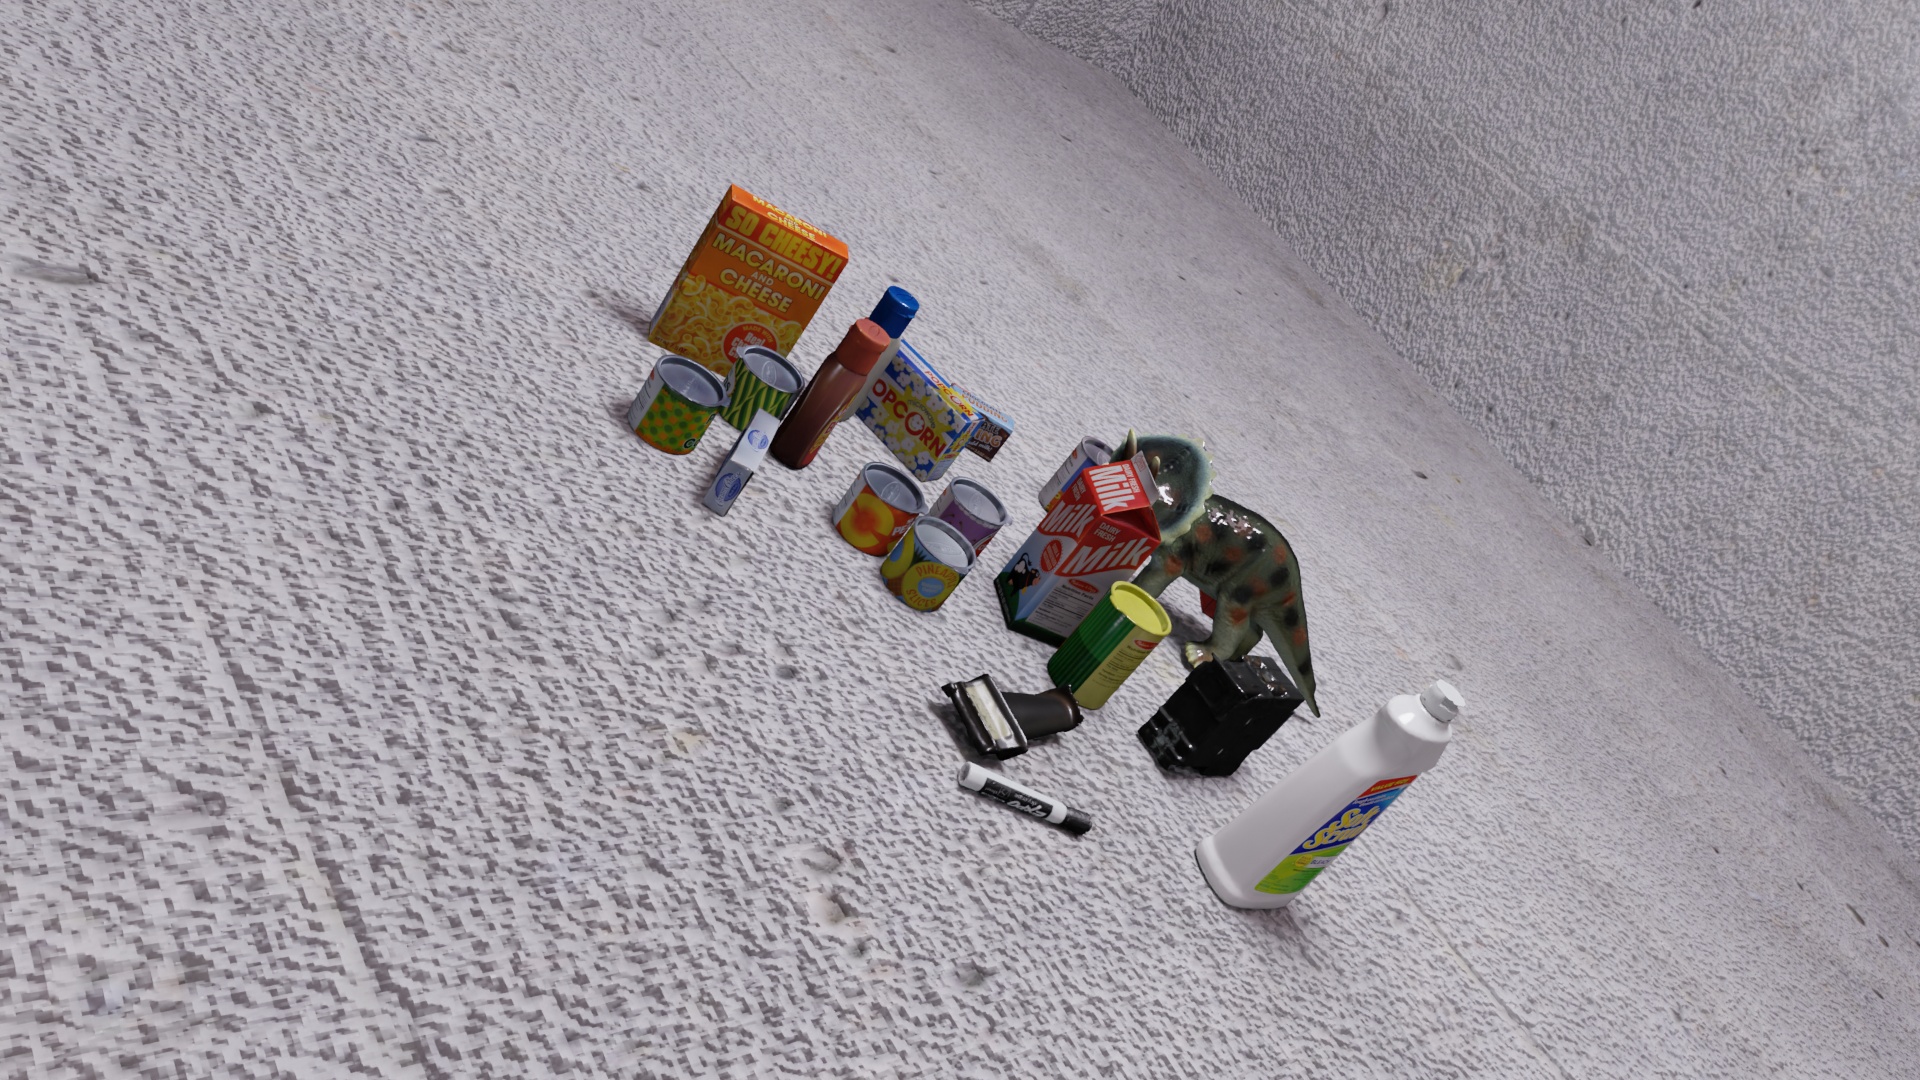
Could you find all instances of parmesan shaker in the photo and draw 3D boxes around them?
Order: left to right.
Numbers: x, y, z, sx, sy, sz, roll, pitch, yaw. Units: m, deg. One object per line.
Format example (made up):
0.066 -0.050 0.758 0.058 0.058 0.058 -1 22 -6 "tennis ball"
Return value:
0.132 0.095 1.261 0.071 0.102 0.072 29 28 -17 "parmesan shaker"

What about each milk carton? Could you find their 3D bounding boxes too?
0.118 0.005 1.287 0.073 0.189 0.073 23 31 -27 "milk carton"

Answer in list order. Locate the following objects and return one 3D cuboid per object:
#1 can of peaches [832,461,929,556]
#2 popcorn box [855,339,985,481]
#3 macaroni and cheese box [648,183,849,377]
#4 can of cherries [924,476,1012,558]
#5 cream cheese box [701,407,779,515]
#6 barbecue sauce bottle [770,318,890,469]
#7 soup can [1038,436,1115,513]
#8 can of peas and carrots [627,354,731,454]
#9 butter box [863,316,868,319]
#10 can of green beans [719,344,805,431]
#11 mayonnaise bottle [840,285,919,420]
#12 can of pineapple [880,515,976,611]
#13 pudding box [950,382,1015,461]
-0.072 -0.027 1.253 0.071 0.057 0.071 29 28 -17 "can of peaches"
-0.048 -0.133 1.415 0.127 0.085 0.038 46 28 15 "popcorn box"
-0.199 -0.233 1.299 0.124 0.165 0.040 24 30 -26 "macaroni and cheese box"
0.005 -0.017 1.329 0.071 0.058 0.072 29 28 -17 "can of cherries"
-0.186 -0.068 1.184 0.024 0.053 0.104 32 28 -12 "cream cheese box"
-0.118 -0.135 1.265 0.043 0.148 0.065 35 27 -6 "barbecue sauce bottle"
0.138 -0.060 1.528 0.071 0.083 0.072 29 28 -17 "soup can"
-0.240 -0.115 1.186 0.071 0.058 0.071 29 28 -17 "can of peas and carrots"
-0.088 -0.188 1.486 0.024 0.053 0.104 11 38 -42 "butter box"
-0.187 -0.138 1.286 0.071 0.057 0.071 29 28 -17 "can of green beans"
-0.094 -0.183 1.368 0.041 0.147 0.065 47 28 17 "mayonnaise bottle"
-0.028 0.022 1.230 0.071 0.057 0.071 29 28 -17 "can of pineapple"
0.013 -0.130 1.521 0.083 0.049 0.030 31 28 -13 "pudding box"
